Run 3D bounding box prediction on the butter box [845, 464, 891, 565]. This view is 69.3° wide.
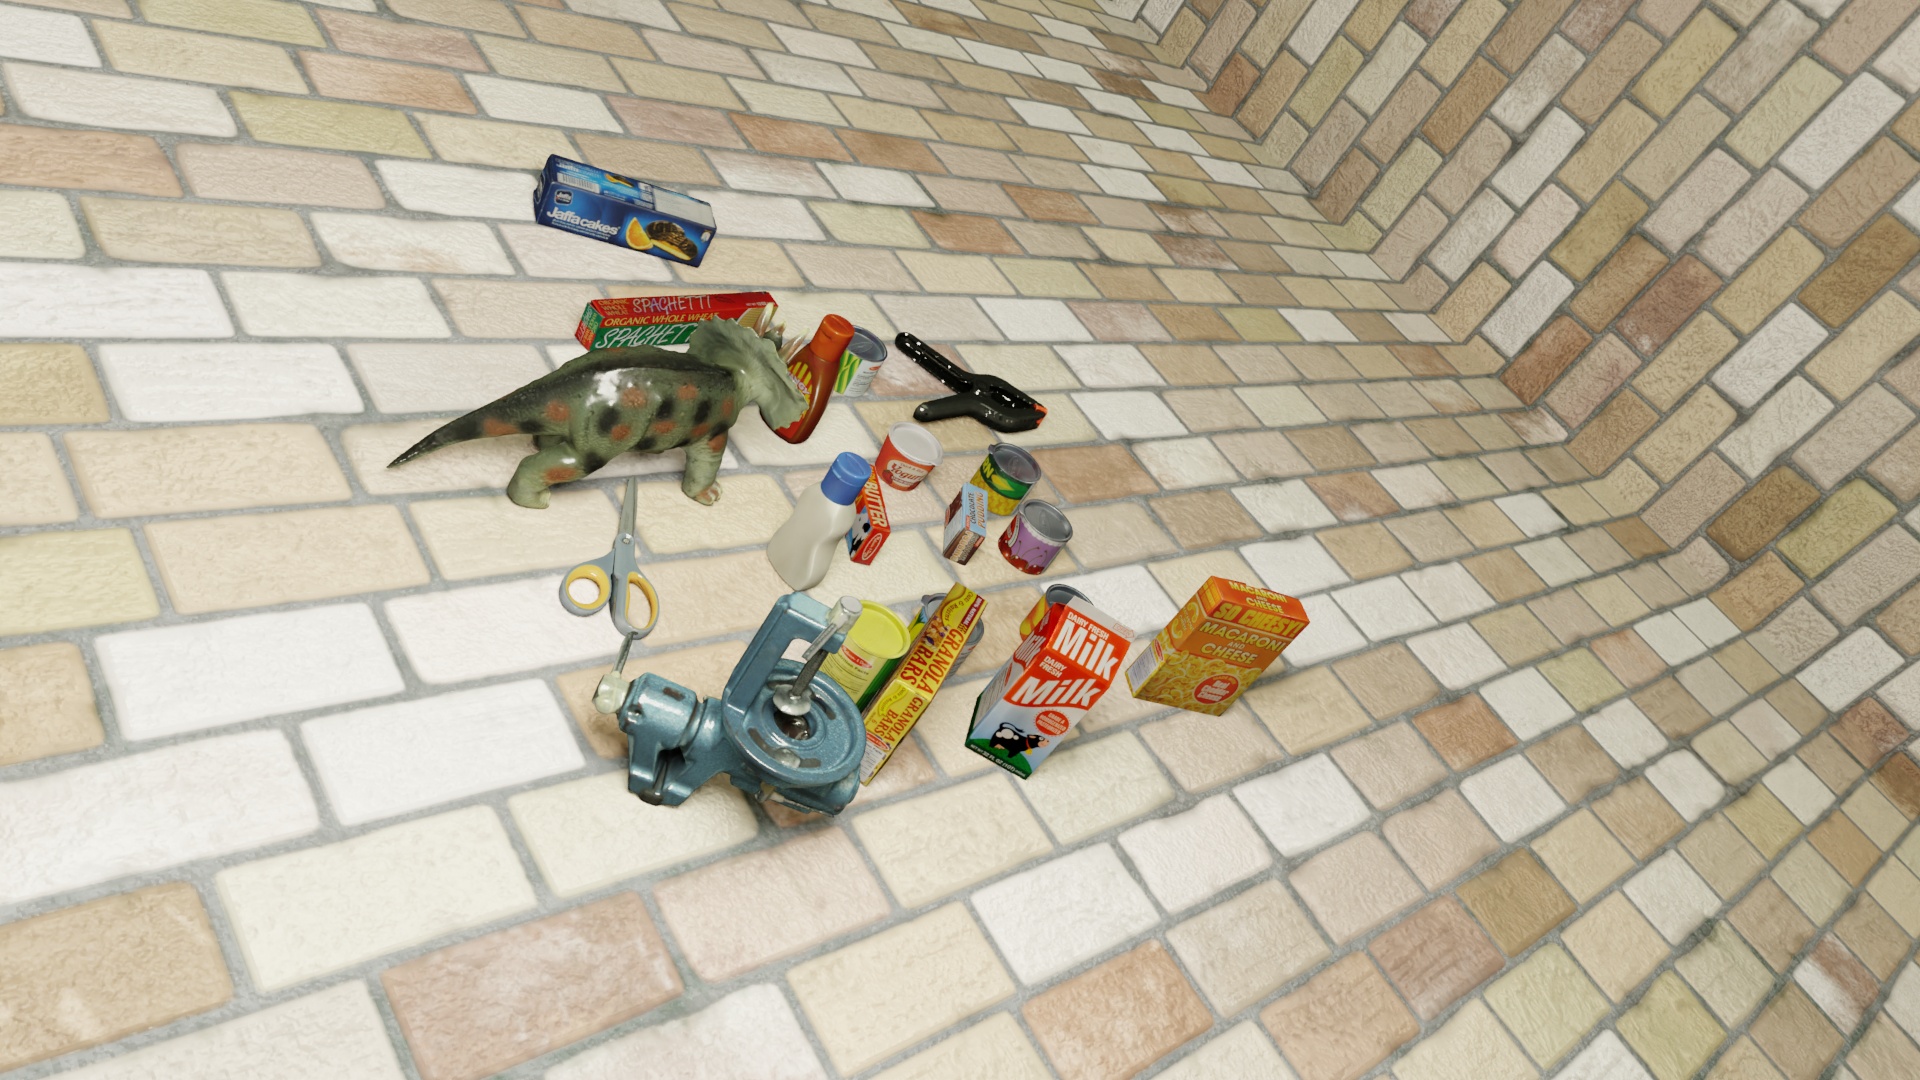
[{"bbox_3d":[-0.101,-0.029,1.446,0.024,0.053,0.104,14,39,-28],"label":"butter box"}]

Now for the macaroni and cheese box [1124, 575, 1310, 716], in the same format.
[{"bbox_3d":[0.273,0.115,1.490,0.124,0.165,0.040,15,39,-27],"label":"macaroni and cheese box"}]

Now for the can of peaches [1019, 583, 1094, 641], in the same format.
[{"bbox_3d":[0.104,0.090,1.472,0.071,0.057,0.071,23,36,-18],"label":"can of peaches"}]

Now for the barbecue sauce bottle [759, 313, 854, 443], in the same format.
[{"bbox_3d":[-0.161,-0.175,1.487,0.065,0.147,0.044,45,35,14],"label":"barbecue sauce bottle"}]

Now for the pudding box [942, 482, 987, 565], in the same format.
[{"bbox_3d":[0.005,-0.019,1.528,0.030,0.049,0.084,24,36,-16],"label":"pudding box"}]

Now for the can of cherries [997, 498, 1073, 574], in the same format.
[{"bbox_3d":[0.082,-0.005,1.568,0.071,0.058,0.072,23,36,-18],"label":"can of cherries"}]

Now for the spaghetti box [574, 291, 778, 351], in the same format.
[{"bbox_3d":[-0.308,-0.243,1.531,0.251,0.050,0.029,-15,58,-49],"label":"spaghetti box"}]

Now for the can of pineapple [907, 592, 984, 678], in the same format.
[{"bbox_3d":[-0.020,0.093,1.363,0.071,0.057,0.071,23,36,-18],"label":"can of pineapple"}]

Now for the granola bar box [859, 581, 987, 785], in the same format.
[{"bbox_3d":[-0.042,0.126,1.246,0.039,0.123,0.166,35,34,-1],"label":"granola bar box"}]

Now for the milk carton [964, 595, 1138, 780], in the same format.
[{"bbox_3d":[0.085,0.129,1.291,0.072,0.189,0.074,30,34,-8],"label":"milk carton"}]

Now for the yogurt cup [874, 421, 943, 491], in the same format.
[{"bbox_3d":[-0.061,-0.092,1.556,0.072,0.053,0.073,23,36,-18],"label":"yogurt cup"}]

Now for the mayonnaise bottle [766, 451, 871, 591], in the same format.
[{"bbox_3d":[-0.132,-0.021,1.325,0.041,0.147,0.065,-14,57,-48],"label":"mayonnaise bottle"}]

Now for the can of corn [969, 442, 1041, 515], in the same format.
[{"bbox_3d":[0.049,-0.072,1.622,0.071,0.058,0.071,23,36,-18],"label":"can of corn"}]

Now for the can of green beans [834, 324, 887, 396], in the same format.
[{"bbox_3d":[-0.128,-0.212,1.639,0.071,0.057,0.071,23,36,-18],"label":"can of green beans"}]

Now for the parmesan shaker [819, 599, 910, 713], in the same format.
[{"bbox_3d":[-0.099,0.109,1.237,0.071,0.102,0.072,23,36,-18],"label":"parmesan shaker"}]
